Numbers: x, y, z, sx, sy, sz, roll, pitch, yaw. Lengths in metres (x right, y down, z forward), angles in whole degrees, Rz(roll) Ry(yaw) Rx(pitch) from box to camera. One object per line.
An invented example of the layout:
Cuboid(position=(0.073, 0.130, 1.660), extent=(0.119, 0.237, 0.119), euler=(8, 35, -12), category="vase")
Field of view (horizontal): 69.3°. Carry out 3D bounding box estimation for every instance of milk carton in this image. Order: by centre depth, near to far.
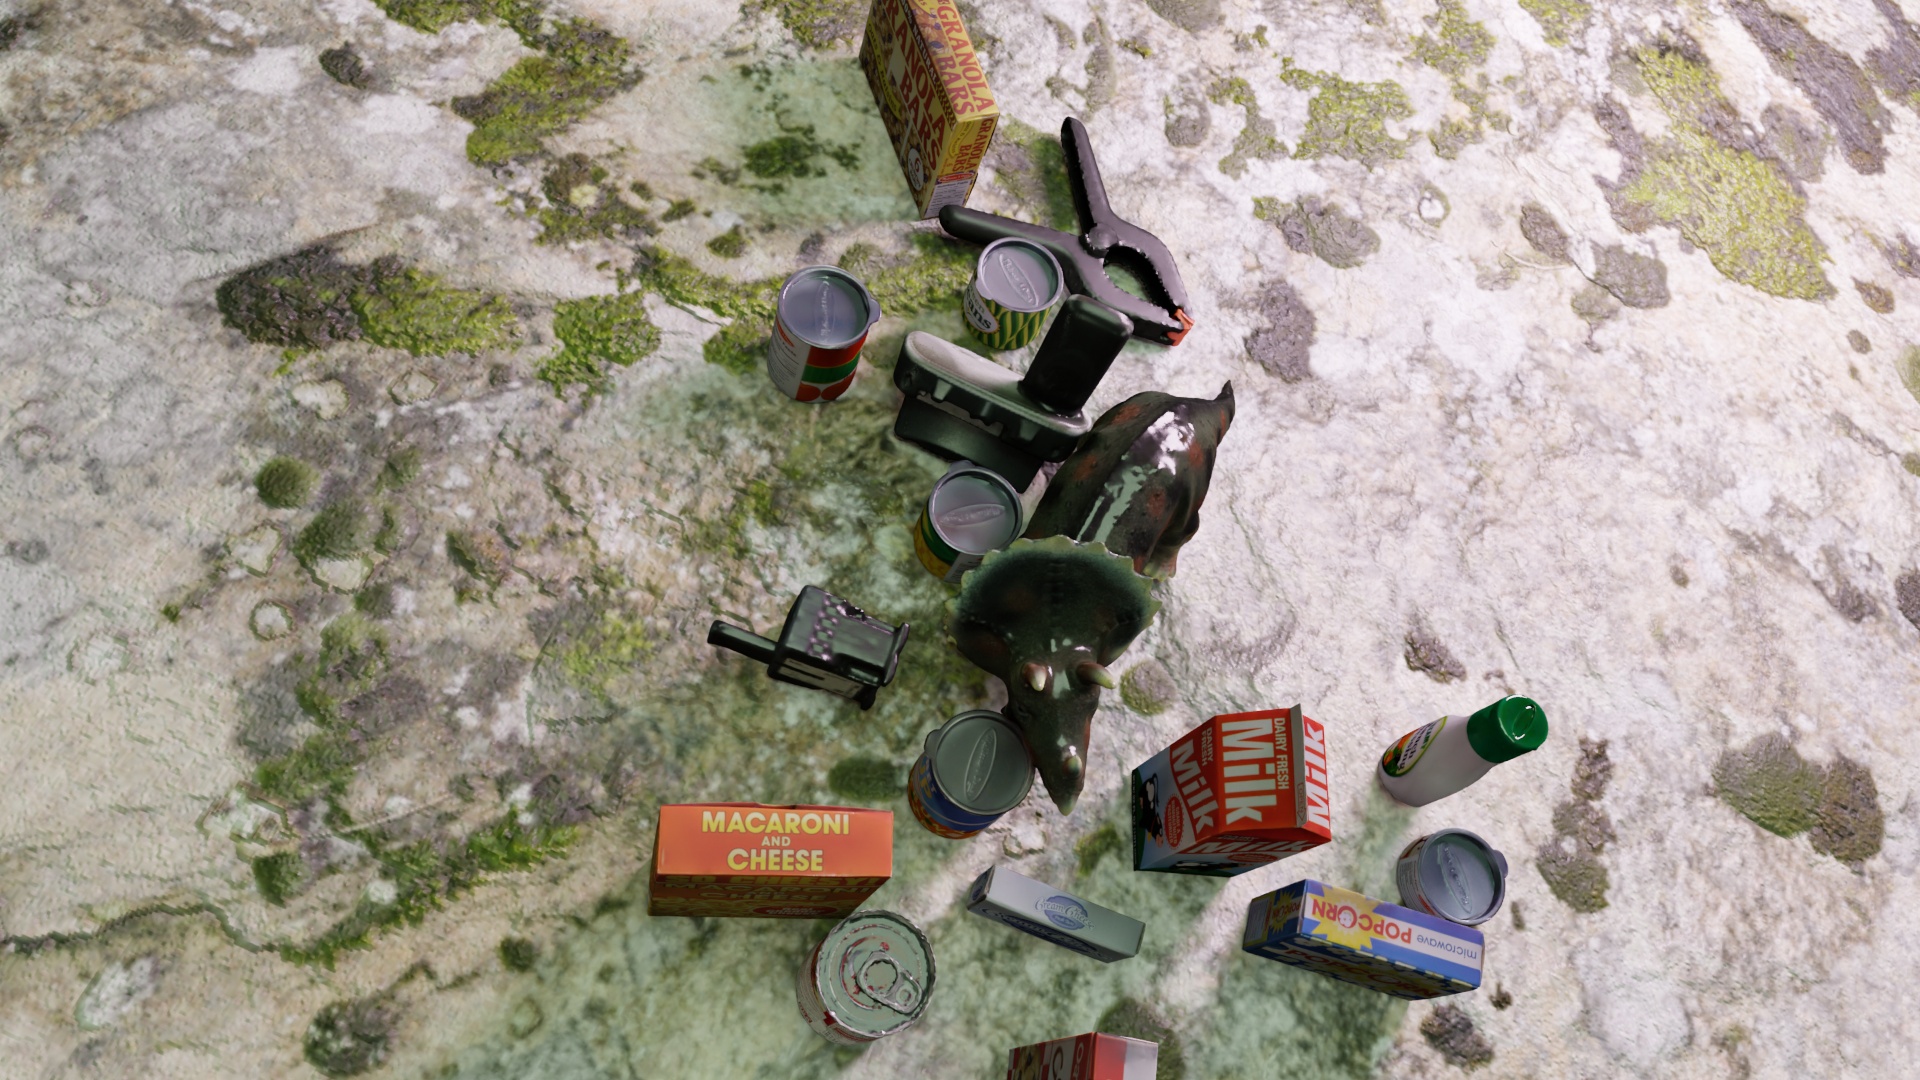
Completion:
Cuboid(position=(0.172, 0.159, 0.863), extent=(0.073, 0.189, 0.072), euler=(7, 66, -11), category="milk carton")

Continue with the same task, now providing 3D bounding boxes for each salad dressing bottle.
Cuboid(position=(0.338, 0.141, 0.937), extent=(0.044, 0.147, 0.064), euler=(41, 64, 5), category="salad dressing bottle")

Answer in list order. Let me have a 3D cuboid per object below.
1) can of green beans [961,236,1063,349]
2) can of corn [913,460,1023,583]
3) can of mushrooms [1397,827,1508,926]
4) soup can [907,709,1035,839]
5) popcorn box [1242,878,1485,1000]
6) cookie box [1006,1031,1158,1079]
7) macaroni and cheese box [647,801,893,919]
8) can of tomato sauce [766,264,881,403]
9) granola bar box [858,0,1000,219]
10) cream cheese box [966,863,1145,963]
Cuboid(position=(0.038, -0.186, 1.053), extent=(0.071, 0.057, 0.071), euler=(5, 66, -12), category="can of green beans")
Cuboid(position=(0.003, -0.012, 0.968), extent=(0.071, 0.058, 0.071), euler=(5, 66, -12), category="can of corn")
Cuboid(position=(0.341, 0.234, 0.961), extent=(0.071, 0.033, 0.071), euler=(5, 66, -12), category="can of mushrooms")
Cuboid(position=(0.003, 0.149, 0.884), extent=(0.071, 0.083, 0.071), euler=(5, 66, -12), category="soup can")
Cuboid(position=(0.260, 0.260, 0.900), extent=(0.127, 0.085, 0.038), euler=(18, 64, -6), category="popcorn box")
Cuboid(position=(0.059, 0.343, 0.767), extent=(0.040, 0.166, 0.123), euler=(11, 65, -9), category="cookie box")
Cuboid(position=(-0.114, 0.185, 0.792), extent=(0.124, 0.165, 0.040), euler=(4, 67, -13), category="macaroni and cheese box")
Cuboid(position=(-0.099, -0.145, 0.986), extent=(0.071, 0.082, 0.071), euler=(5, 66, -12), category="can of tomato sauce")
Cuboid(position=(-0.026, -0.353, 1.071), extent=(0.039, 0.123, 0.166), euler=(-14, 71, -19), category="granola bar box")
Cuboid(position=(0.059, 0.237, 0.877), extent=(0.104, 0.053, 0.024), euler=(22, 64, -4), category="cream cheese box")
